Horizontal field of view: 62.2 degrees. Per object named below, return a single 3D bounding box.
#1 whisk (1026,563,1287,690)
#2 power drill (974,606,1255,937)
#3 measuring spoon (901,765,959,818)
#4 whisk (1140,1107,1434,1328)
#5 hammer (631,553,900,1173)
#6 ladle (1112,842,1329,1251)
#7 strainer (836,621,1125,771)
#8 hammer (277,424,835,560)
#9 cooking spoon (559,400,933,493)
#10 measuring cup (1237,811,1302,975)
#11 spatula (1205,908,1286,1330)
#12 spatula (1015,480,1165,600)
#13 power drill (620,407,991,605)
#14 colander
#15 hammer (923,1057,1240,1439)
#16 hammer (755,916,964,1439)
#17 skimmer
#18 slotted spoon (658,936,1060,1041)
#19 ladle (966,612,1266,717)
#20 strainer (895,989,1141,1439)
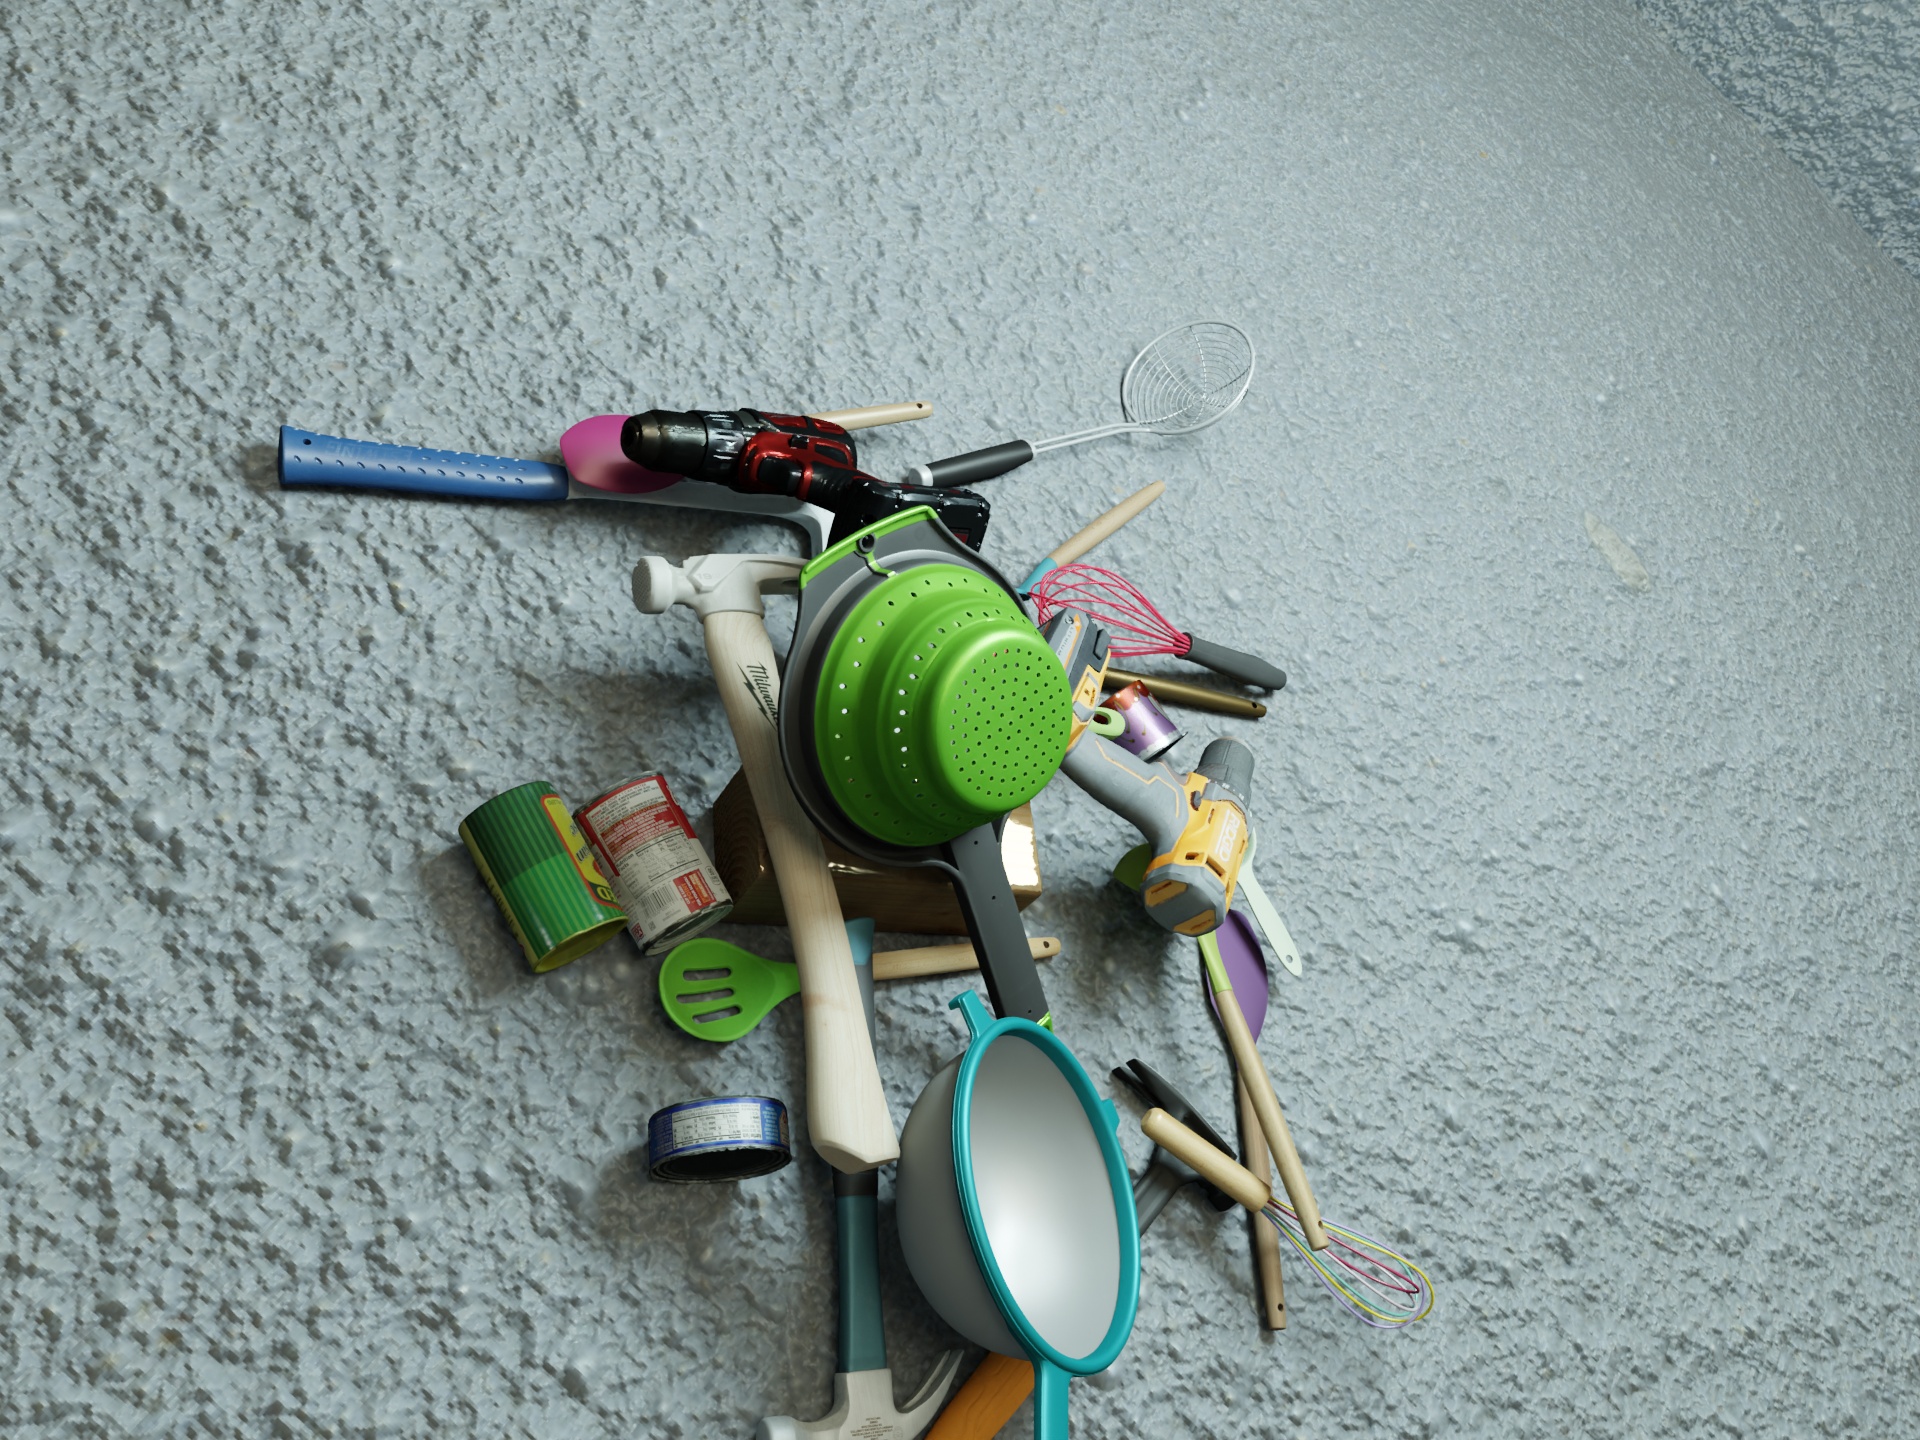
[{"bbox_3d":[0.170,-0.067,1.309,0.295,0.073,0.073,16,56,-37],"label":"whisk"},{"bbox_3d":[0.127,0.023,1.154,0.226,0.084,0.185,44,41,-13],"label":"power drill"},{"bbox_3d":[-0.036,0.052,1.048,0.128,0.021,0.042,48,41,-12],"label":"measuring spoon"},{"bbox_3d":[0.229,0.342,1.106,0.245,0.047,0.051,36,54,-5],"label":"whisk"},{"bbox_3d":[-0.097,0.075,1.005,0.146,0.038,0.411,-3,65,-32],"label":"hammer"},{"bbox_3d":[0.189,0.227,1.147,0.078,0.062,0.320,16,46,-44],"label":"ladle"},{"bbox_3d":[-0.002,-0.004,1.193,0.256,0.069,0.152,10,57,-23],"label":"strainer"},{"bbox_3d":[-0.276,-0.167,1.158,0.405,0.035,0.144,2,63,-28],"label":"hammer"},{"bbox_3d":[-0.154,-0.222,1.221,0.319,0.017,0.069,-15,73,-34],"label":"cooking spoon"},{"bbox_3d":[0.216,0.132,1.260,0.083,0.038,0.168,-22,78,-36],"label":"measuring cup"},{"bbox_3d":[0.218,0.287,1.185,0.059,0.018,0.316,13,57,-24],"label":"spatula"},{"bbox_3d":[0.087,-0.151,1.339,0.317,0.082,0.044,-38,111,-43],"label":"spatula"},{"bbox_3d":[-0.111,-0.161,1.104,0.187,0.080,0.227,-2,28,-44],"label":"power drill"},{"bbox_3d":[0.022,0.067,0.987,0.204,0.094,0.396,-32,117,-31],"label":"colander"},{"bbox_3d":[0.067,0.372,1.044,0.127,0.034,0.337,48,52,2],"label":"hammer"},{"bbox_3d":[-0.067,0.286,1.002,0.128,0.033,0.331,7,66,-27],"label":"hammer"},{"bbox_3d":[0.107,-0.277,1.396,0.363,0.090,0.127,-21,43,-33],"label":"skimmer"},{"bbox_3d":[-0.062,0.172,1.092,0.313,0.031,0.070,-2,65,-32],"label":"slotted spoon"},{"bbox_3d":[0.123,-0.037,1.310,0.315,0.031,0.069,12,61,-25],"label":"ladle"},{"bbox_3d":[0.020,0.346,0.933,0.210,0.095,0.341,45,35,-40],"label":"strainer"}]
